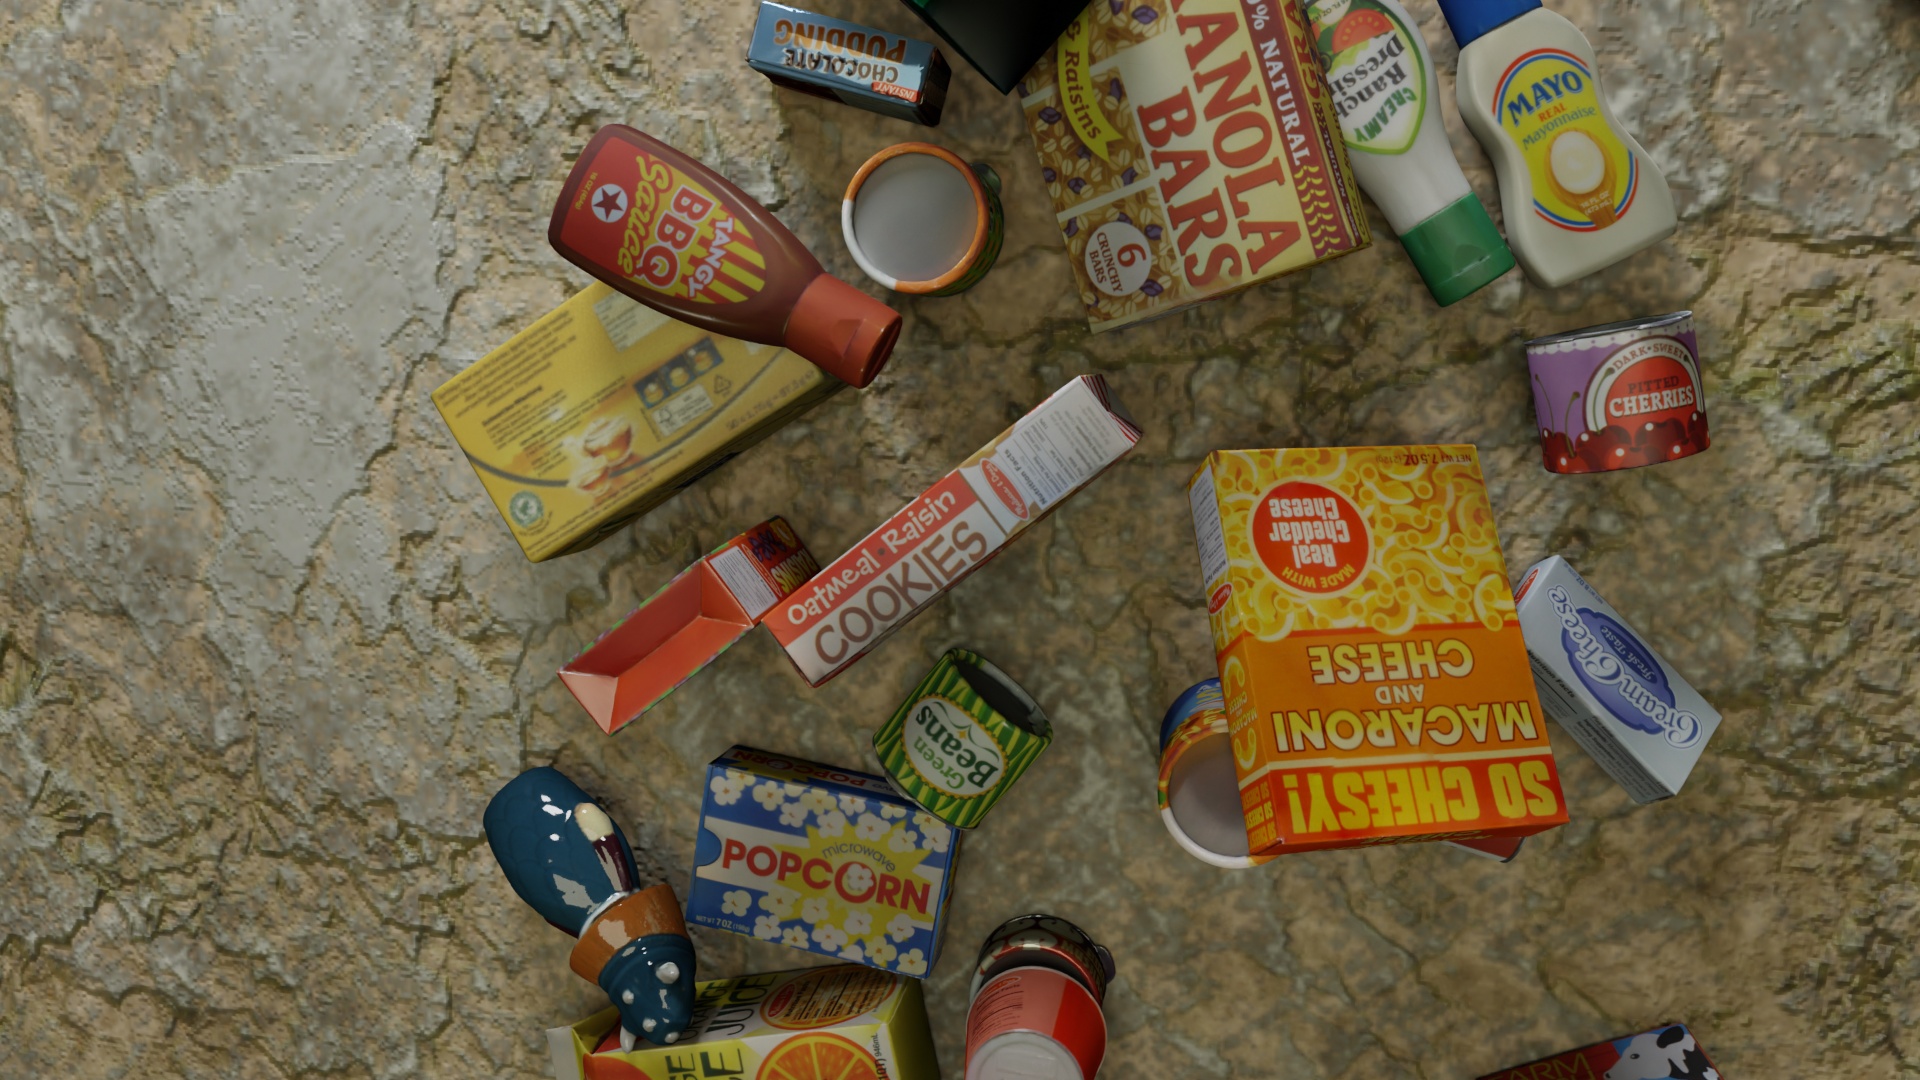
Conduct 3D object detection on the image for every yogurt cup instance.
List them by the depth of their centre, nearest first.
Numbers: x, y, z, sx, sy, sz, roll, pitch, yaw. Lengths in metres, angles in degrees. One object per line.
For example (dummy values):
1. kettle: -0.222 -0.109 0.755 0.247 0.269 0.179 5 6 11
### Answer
1. yogurt cup: 0.033 0.239 0.642 0.072 0.054 0.072 1 97 9

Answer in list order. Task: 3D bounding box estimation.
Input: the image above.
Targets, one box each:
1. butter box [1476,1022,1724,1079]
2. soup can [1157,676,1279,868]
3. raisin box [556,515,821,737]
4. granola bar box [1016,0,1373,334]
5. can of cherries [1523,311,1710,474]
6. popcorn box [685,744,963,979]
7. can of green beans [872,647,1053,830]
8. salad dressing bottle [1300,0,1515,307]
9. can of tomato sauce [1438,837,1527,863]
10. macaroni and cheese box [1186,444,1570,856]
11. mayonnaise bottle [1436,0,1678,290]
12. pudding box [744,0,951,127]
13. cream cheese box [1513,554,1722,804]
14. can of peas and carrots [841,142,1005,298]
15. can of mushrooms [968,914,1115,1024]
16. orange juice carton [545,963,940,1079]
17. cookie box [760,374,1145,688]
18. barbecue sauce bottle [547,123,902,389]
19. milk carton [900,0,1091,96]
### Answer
1. butter box: 0.294 0.258 0.639 0.103 0.053 0.024 -21 97 12
2. soup can: 0.124 0.101 0.630 0.071 0.084 0.071 1 97 9
3. raisin box: -0.120 0.035 0.639 0.086 0.123 0.040 -38 92 12
4. granola bar box: 0.092 -0.185 0.598 0.124 0.039 0.165 -15 95 33
5. can of cherries: 0.280 -0.063 0.590 0.071 0.071 0.058 -10 96 10
6. popcorn box: -0.066 0.158 0.690 0.127 0.038 0.085 11 100 7
7. can of green beans: 0.002 0.093 0.657 0.071 0.071 0.057 40 102 2
8. salad dressing bottle: 0.188 -0.173 0.604 0.064 0.044 0.147 -32 92 15
9. can of tomato sauce: 0.211 0.099 0.625 0.083 0.071 0.071 15 100 7
10. macaroni and cheese box: 0.171 0.043 0.583 0.124 0.040 0.167 -2 68 -9
11. mayonnaise bottle: 0.247 -0.185 0.594 0.064 0.041 0.148 -26 93 13
12. pudding box: -0.050 -0.216 0.633 0.084 0.050 0.030 17 99 7
13. cream cheese box: 0.284 0.062 0.616 0.104 0.024 0.053 45 62 1
14. can of peas and carrots: -0.014 -0.146 0.632 0.071 0.059 0.071 1 98 9
15. can of mushrooms: 0.040 0.221 0.684 0.071 0.033 0.071 1 97 9
16. orange juice carton: -0.113 0.267 0.694 0.193 0.073 0.071 -10 96 11
17. cookie box: 0.002 -0.008 0.614 0.167 0.123 0.040 -37 90 12
18. barbecue sauce bottle: -0.097 -0.115 0.588 0.148 0.044 0.064 30 97 5
19. milk carton: -0.027 -0.280 0.589 0.072 0.073 0.191 -46 61 13
